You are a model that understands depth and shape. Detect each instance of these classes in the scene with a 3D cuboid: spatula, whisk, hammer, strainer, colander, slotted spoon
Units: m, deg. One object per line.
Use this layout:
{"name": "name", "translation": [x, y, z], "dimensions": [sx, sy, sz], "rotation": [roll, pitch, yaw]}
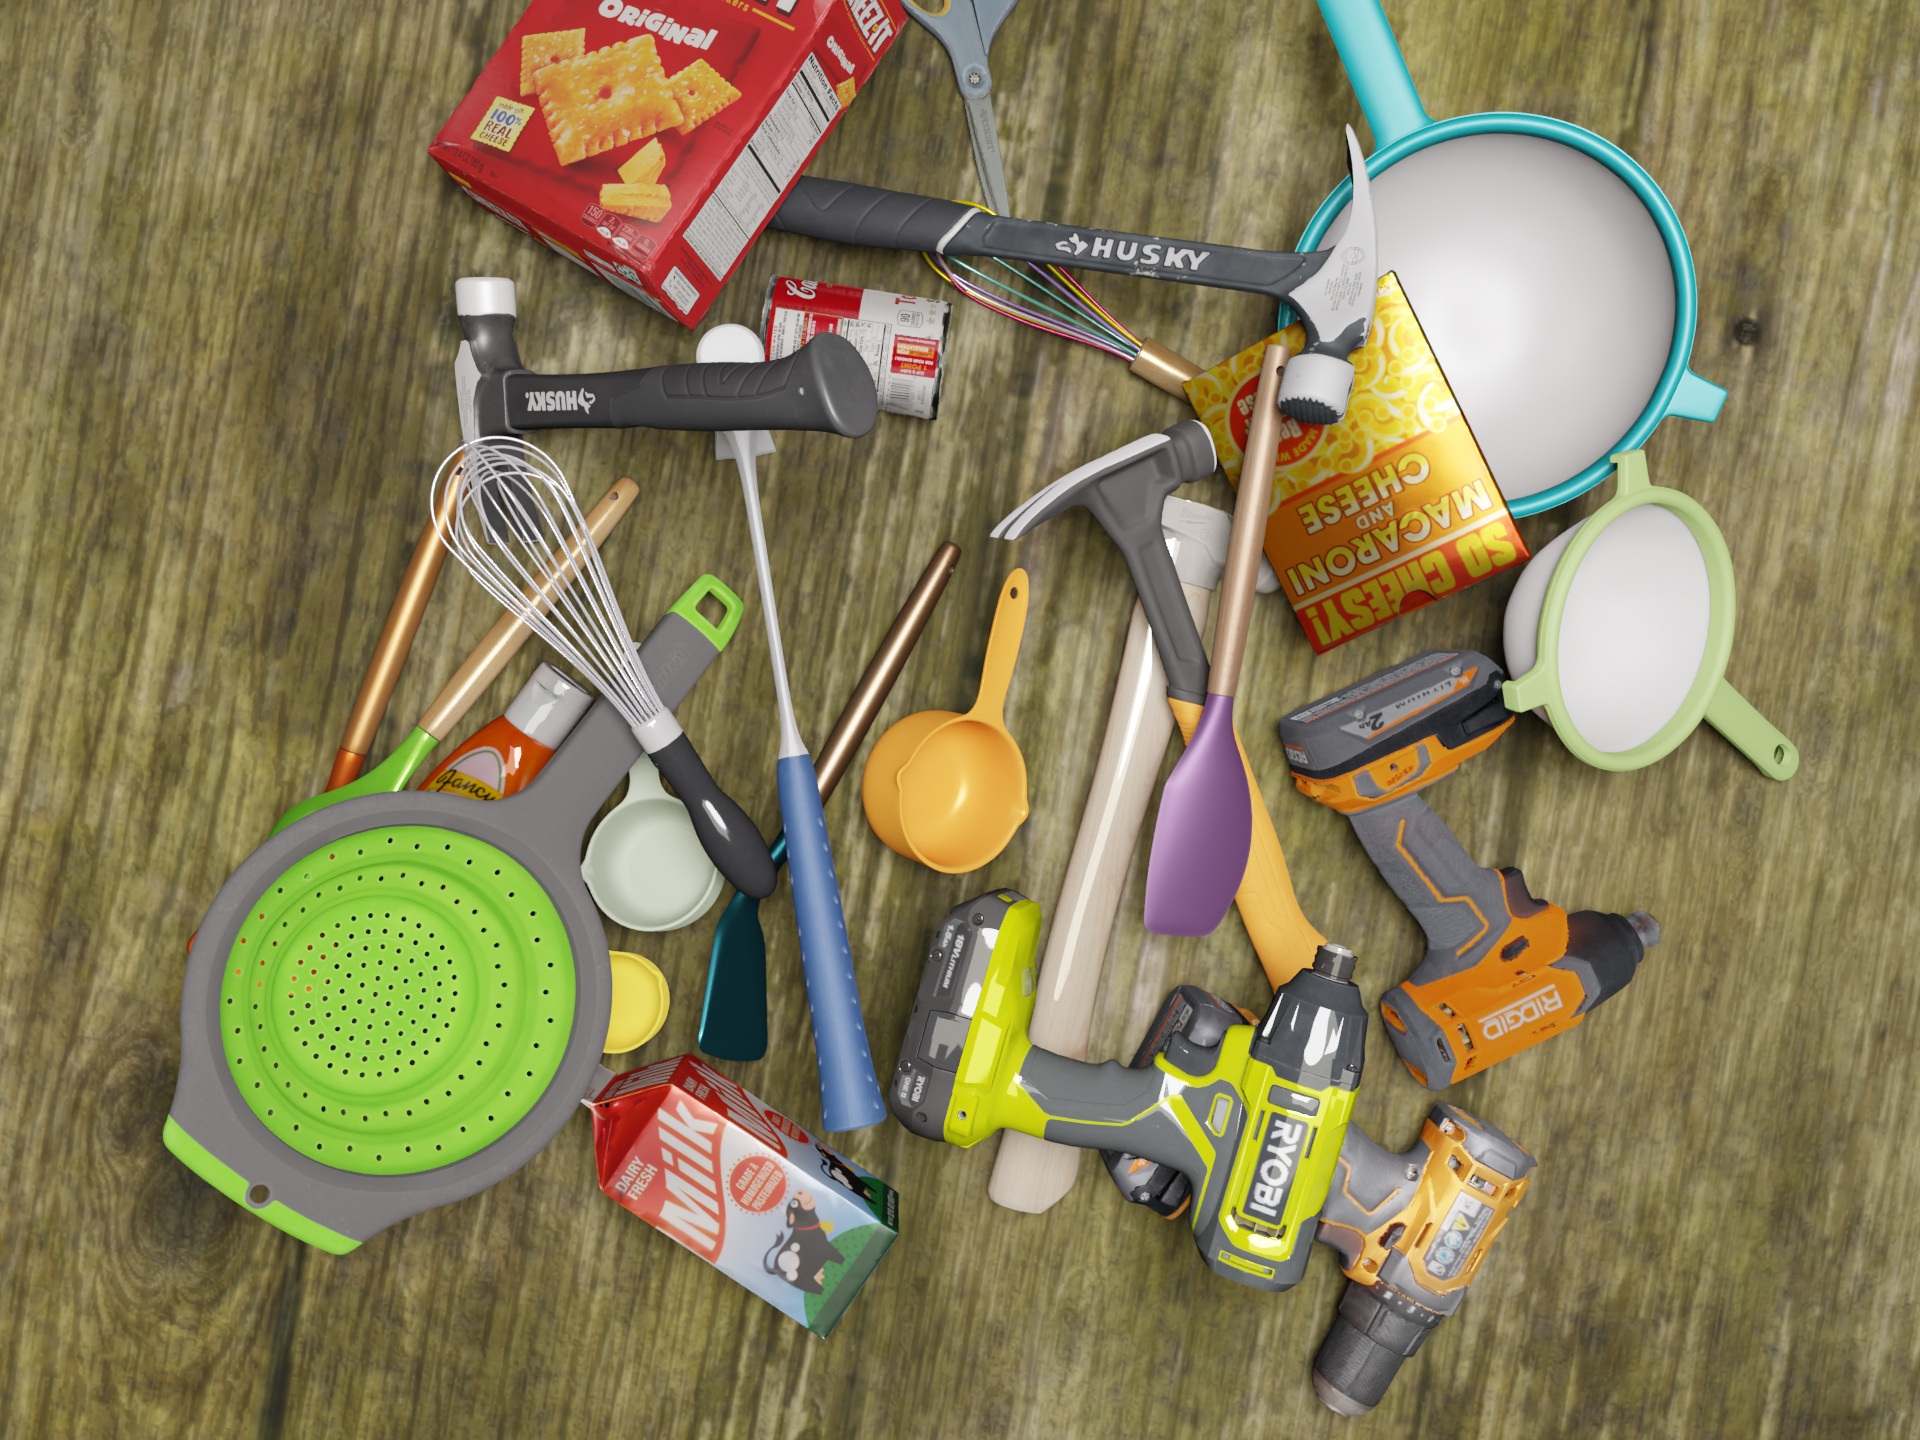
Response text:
{"name": "spatula", "translation": [0.144, -0.039, 0.842], "dimensions": [0.059, 0.018, 0.316], "rotation": [5, 97, -20]}
{"name": "spatula", "translation": [-0.070, 0.041, 0.906], "dimensions": [0.044, 0.082, 0.317], "rotation": [26, 85, 24]}
{"name": "whisk", "translation": [0.084, -0.223, 0.906], "dimensions": [0.245, 0.051, 0.047], "rotation": [29, 107, -6]}
{"name": "hammer", "translation": [0.132, 0.014, 0.874], "dimensions": [0.127, 0.034, 0.336], "rotation": [-28, 107, -16]}
{"name": "hammer", "translation": [-0.089, 0.009, 0.840], "dimensions": [0.035, 0.144, 0.405], "rotation": [-9, 86, -6]}
{"name": "whisk", "translation": [-0.175, -0.022, 0.824], "dimensions": [0.070, 0.070, 0.284], "rotation": [-31, 107, -1]}
{"name": "strainer", "translation": [0.382, -0.030, 0.889], "dimensions": [0.256, 0.069, 0.151], "rotation": [30, 84, -33]}
{"name": "hammer", "translation": [0.019, -0.264, 0.850], "dimensions": [0.409, 0.036, 0.149], "rotation": [14, 82, 17]}
{"name": "colander", "translation": [-0.249, 0.079, 0.848], "dimensions": [0.204, 0.094, 0.397], "rotation": [43, 64, -19]}
{"name": "strainer", "translation": [0.261, -0.277, 0.875], "dimensions": [0.211, 0.095, 0.340], "rotation": [-22, 95, 21]}
{"name": "spatula", "translation": [-0.338, -0.005, 0.901], "dimensions": [0.081, 0.041, 0.322], "rotation": [21, 89, -4]}
{"name": "hammer", "translation": [-0.160, -0.155, 0.794], "dimensions": [0.035, 0.335, 0.146], "rotation": [-11, 105, -43]}
{"name": "slotted spoon", "translation": [-0.282, -0.015, 0.887], "dimensions": [0.070, 0.031, 0.314], "rotation": [34, 79, 14]}
{"name": "hammer", "translation": [0.072, 0.075, 0.897], "dimensions": [0.146, 0.038, 0.410], "rotation": [13, 93, -24]}

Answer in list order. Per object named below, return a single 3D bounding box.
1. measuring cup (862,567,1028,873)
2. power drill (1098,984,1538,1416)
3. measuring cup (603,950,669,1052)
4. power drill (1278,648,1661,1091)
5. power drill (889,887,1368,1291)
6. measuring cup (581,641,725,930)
{"name": "measuring cup", "translation": [-0.001, -0.003, 0.894], "dimensions": [0.095, 0.052, 0.173], "rotation": [18, 84, -37]}
{"name": "power drill", "translation": [0.189, 0.274, 0.903], "dimensions": [0.226, 0.084, 0.185], "rotation": [29, 92, -6]}
{"name": "measuring cup", "translation": [-0.219, 0.119, 0.919], "dimensions": [0.062, 0.029, 0.156], "rotation": [-30, 80, 0]}
{"name": "power drill", "translation": [0.292, 0.077, 0.902], "dimensions": [0.164, 0.084, 0.226], "rotation": [-24, 95, -3]}
{"name": "power drill", "translation": [0.090, 0.173, 0.822], "dimensions": [0.223, 0.080, 0.171], "rotation": [16, 92, 14]}
{"name": "measuring cup", "translation": [-0.176, 0.039, 0.913], "dimensions": [0.083, 0.038, 0.168], "rotation": [-9, 76, 5]}
